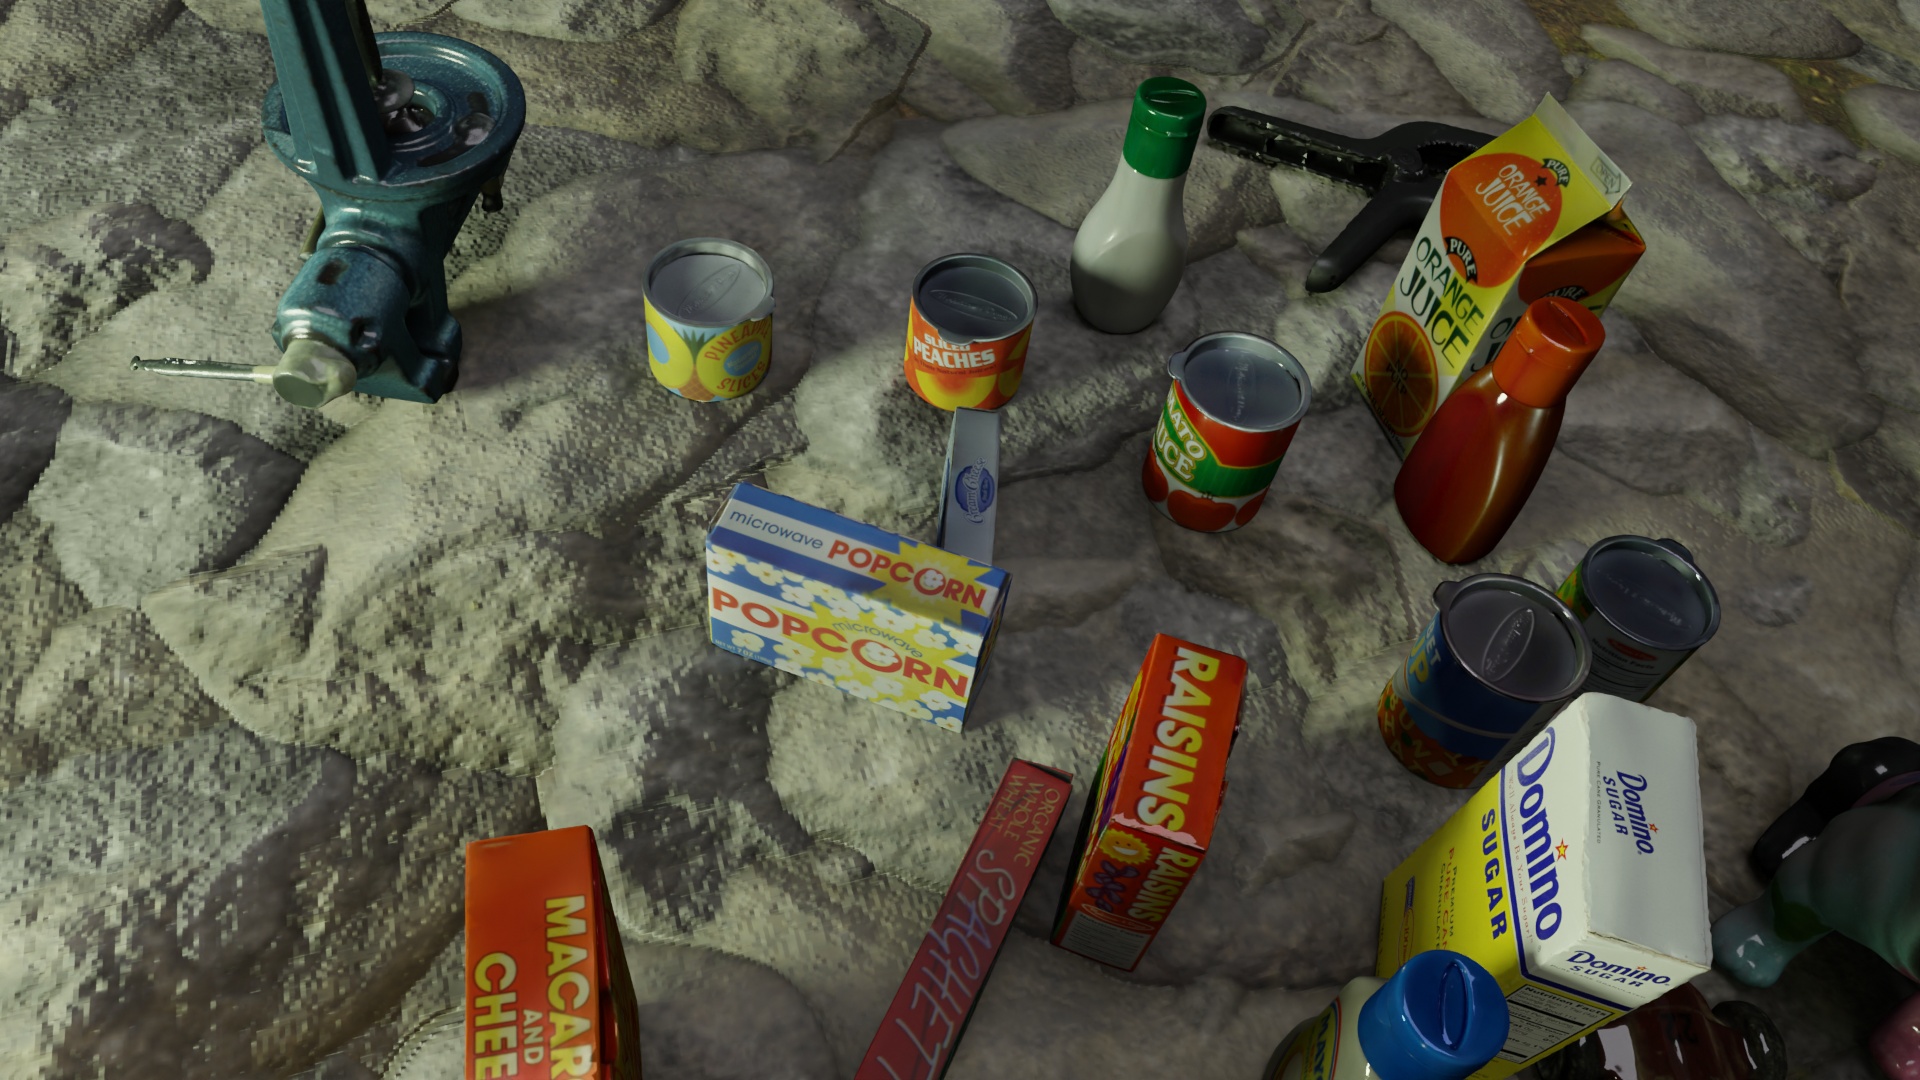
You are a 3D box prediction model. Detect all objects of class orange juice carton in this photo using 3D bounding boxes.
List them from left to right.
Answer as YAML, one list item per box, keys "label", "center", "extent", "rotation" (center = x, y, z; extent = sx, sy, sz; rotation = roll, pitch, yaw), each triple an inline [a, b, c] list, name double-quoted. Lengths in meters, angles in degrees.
- label: "orange juice carton"
  center: [0.277, -0.129, 0.713]
  extent: [0.073, 0.191, 0.072]
  rotation: [-10, 56, -15]

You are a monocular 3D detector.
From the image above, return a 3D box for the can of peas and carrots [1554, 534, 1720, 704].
- label: "can of peas and carrots"
  center: [0.323, 0.039, 0.677]
  extent: [0.071, 0.058, 0.071]
  rotation: [4, 53, -5]

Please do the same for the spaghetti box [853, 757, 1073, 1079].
- label: "spaghetti box"
  center: [-0.018, 0.192, 0.517]
  extent: [0.029, 0.050, 0.251]
  rotation: [24, 54, 9]

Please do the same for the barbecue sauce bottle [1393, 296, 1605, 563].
- label: "barbecue sauce bottle"
  center: [0.263, -0.054, 0.682]
  extent: [0.044, 0.147, 0.065]
  rotation: [-11, 56, -16]

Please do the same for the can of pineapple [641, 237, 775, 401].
- label: "can of pineapple"
  center: [-0.130, -0.114, 0.726]
  extent: [0.071, 0.057, 0.071]
  rotation: [4, 53, -5]

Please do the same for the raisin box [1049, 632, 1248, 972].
- label: "raisin box"
  center: [0.073, 0.106, 0.549]
  extent: [0.040, 0.122, 0.086]
  rotation: [18, 53, 5]

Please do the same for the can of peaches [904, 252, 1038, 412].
- label: "can of peaches"
  center: [0.003, -0.109, 0.741]
  extent: [0.071, 0.057, 0.071]
  rotation: [4, 53, -5]

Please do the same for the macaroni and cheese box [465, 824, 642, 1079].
- label: "macaroni and cheese box"
  center: [-0.122, 0.181, 0.437]
  extent: [0.040, 0.165, 0.124]
  rotation: [-5, 54, -12]

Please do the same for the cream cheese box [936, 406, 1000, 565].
- label: "cream cheese box"
  center: [0.002, -0.008, 0.669]
  extent: [0.024, 0.053, 0.104]
  rotation: [7, 53, -3]

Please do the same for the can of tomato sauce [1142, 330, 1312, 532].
- label: "can of tomato sauce"
  center: [0.131, -0.054, 0.703]
  extent: [0.071, 0.082, 0.071]
  rotation: [4, 53, -5]

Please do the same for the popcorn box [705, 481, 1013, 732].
- label: "popcorn box"
  center: [-0.047, 0.030, 0.612]
  extent: [0.127, 0.084, 0.038]
  rotation: [19, 53, 6]

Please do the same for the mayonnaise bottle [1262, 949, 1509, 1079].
- label: "mayonnaise bottle"
  center: [0.143, 0.185, 0.485]
  extent: [0.041, 0.147, 0.065]
  rotation: [16, 53, 4]

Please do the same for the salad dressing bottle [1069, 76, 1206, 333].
- label: "salad dressing bottle"
  center: [0.098, -0.178, 0.751]
  extent: [0.064, 0.146, 0.044]
  rotation: [-4, 54, -11]

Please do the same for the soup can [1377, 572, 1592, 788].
- label: "soup can"
  center: [0.232, 0.063, 0.629]
  extent: [0.071, 0.083, 0.072]
  rotation: [4, 53, -5]
